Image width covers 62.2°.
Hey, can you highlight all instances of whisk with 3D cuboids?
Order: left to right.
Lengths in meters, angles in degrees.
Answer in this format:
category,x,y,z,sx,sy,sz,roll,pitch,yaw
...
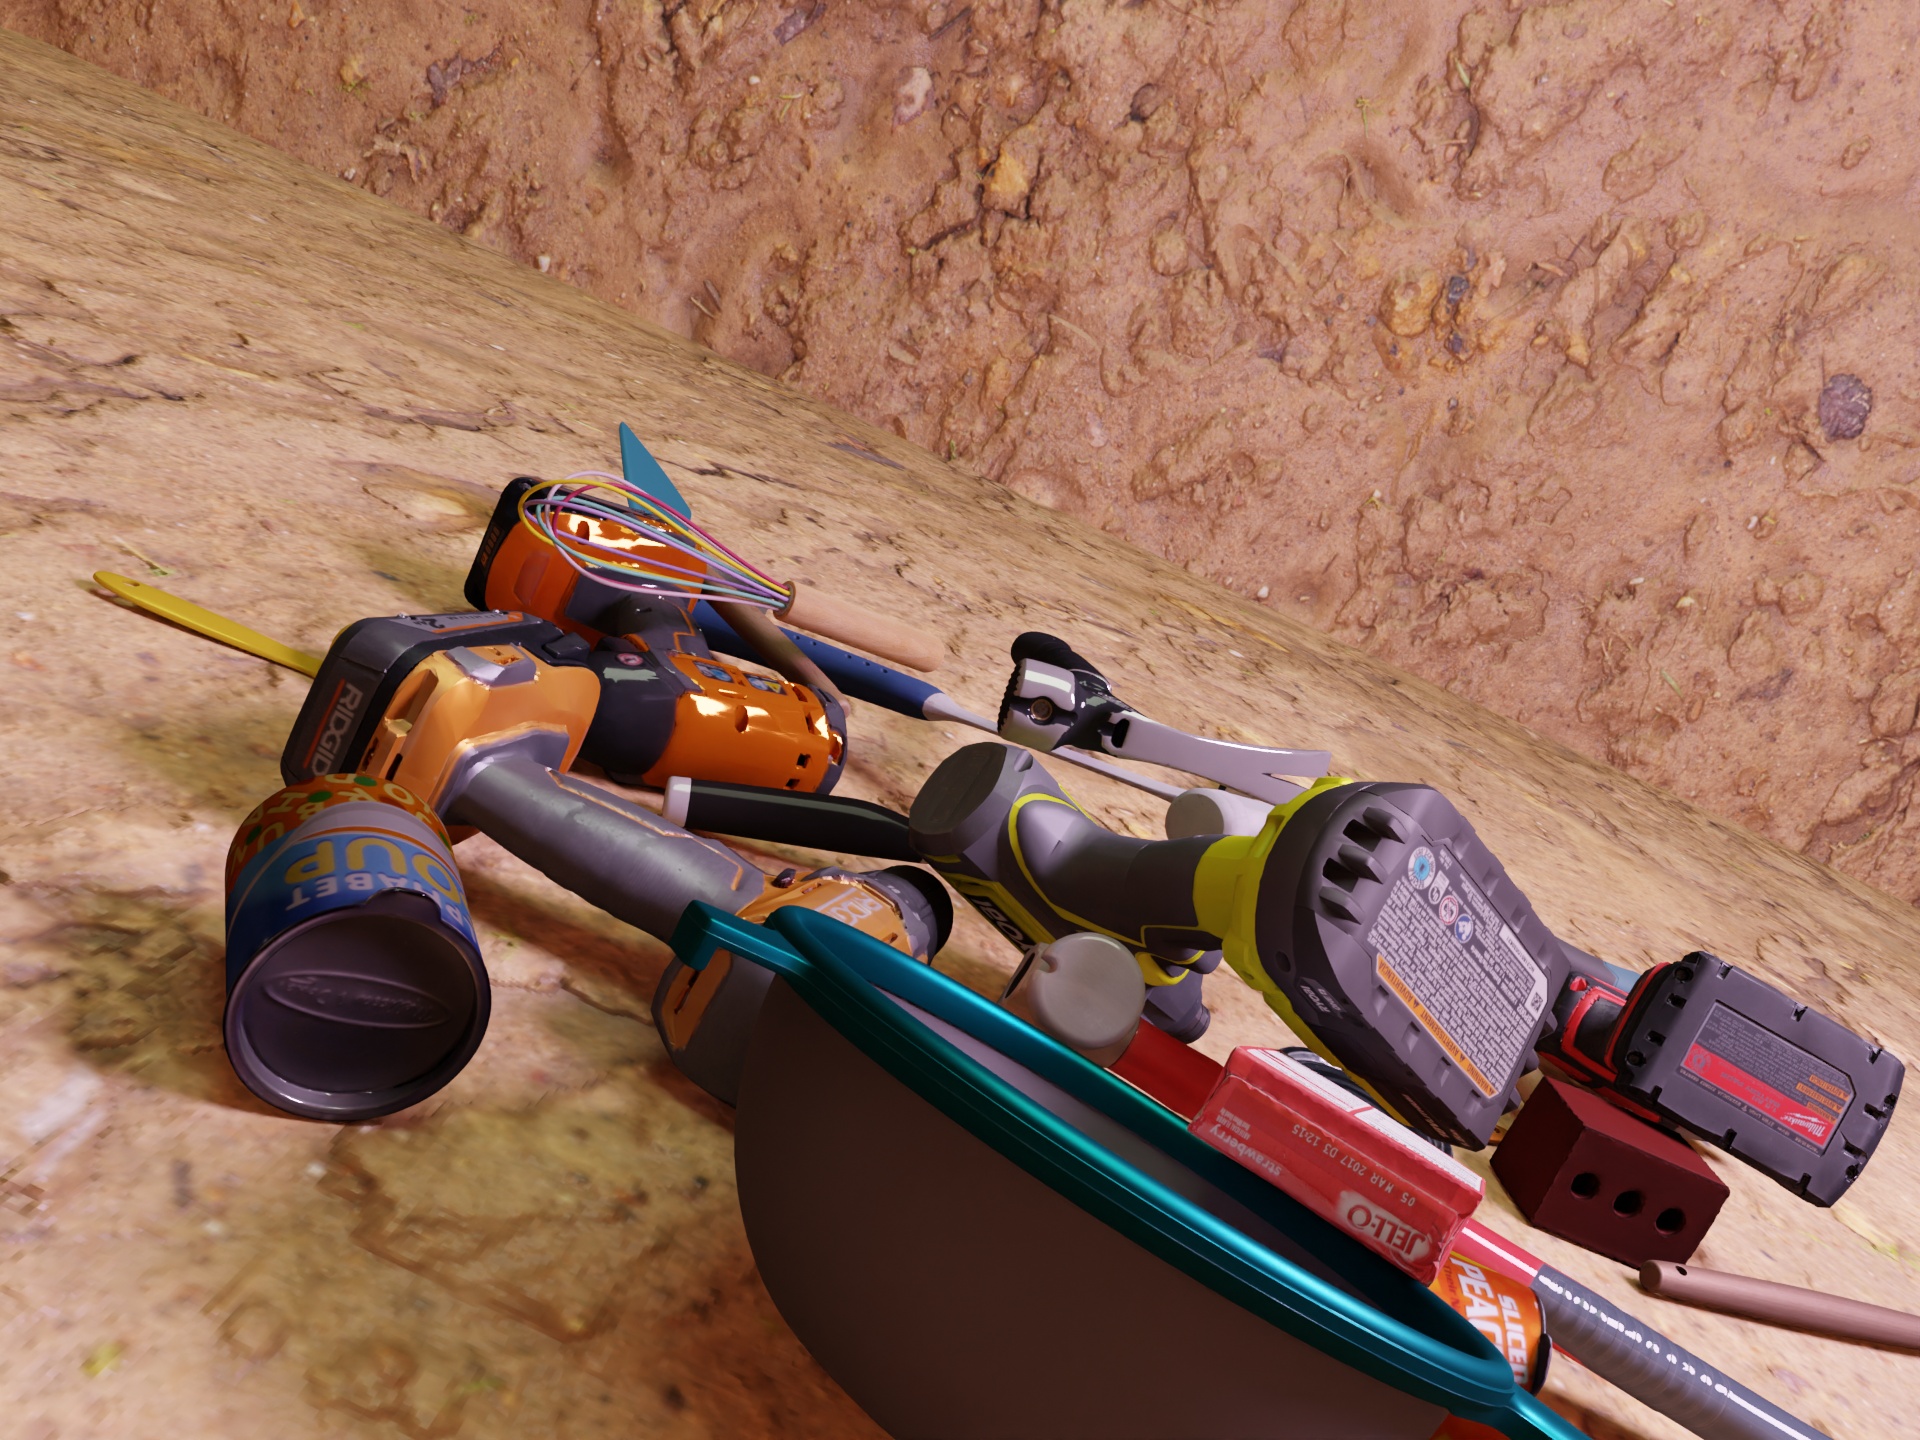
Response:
category,x,y,z,sx,sy,sz,roll,pitch,yaw
whisk,-0.104,-0.068,0.791,0.244,0.047,0.051,19,21,-36

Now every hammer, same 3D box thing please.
category,x,y,z,sx,sy,sz,roll,pitch,yaw
hammer,-0.001,-0.003,0.880,0.406,0.035,0.144,20,8,33
hammer,0.076,-0.015,0.860,0.149,0.036,0.409,16,6,-6
hammer,0.339,0.122,1.163,0.331,0.033,0.128,28,13,12
hammer,0.183,0.195,0.573,0.386,0.038,0.143,32,-15,2

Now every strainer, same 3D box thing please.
category,x,y,z,sx,sy,sz,roll,pitch,yaw
strainer,0.071,0.170,0.377,0.340,0.095,0.210,31,-4,21

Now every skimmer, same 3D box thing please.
category,x,y,z,sx,sy,sz,roll,pitch,yaw
skimmer,0.036,0.096,0.750,0.363,0.090,0.127,10,6,-13

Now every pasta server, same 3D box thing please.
category,x,y,z,sx,sy,sz,roll,pitch,yaw
pasta server,0.441,0.280,0.747,0.316,0.040,0.060,18,26,-22

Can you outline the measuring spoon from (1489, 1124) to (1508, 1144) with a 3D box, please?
category,x,y,z,sx,sy,sz,roll,pitch,yaw
measuring spoon,0.226,0.188,0.769,0.116,0.011,0.021,18,15,-24

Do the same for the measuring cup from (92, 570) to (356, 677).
category,x,y,z,sx,sy,sz,roll,pitch,yaw
measuring cup,-0.295,-0.042,0.694,0.156,0.029,0.062,23,14,-13

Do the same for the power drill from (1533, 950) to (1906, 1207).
category,x,y,z,sx,sy,sz,roll,pitch,yaw
power drill,0.389,0.185,0.834,0.143,0.078,0.219,31,-5,12

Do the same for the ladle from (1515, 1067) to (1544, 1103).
category,x,y,z,sx,sy,sz,roll,pitch,yaw
ladle,0.278,0.165,0.907,0.078,0.062,0.320,11,25,-21

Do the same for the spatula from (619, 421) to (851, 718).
category,x,y,z,sx,sy,sz,roll,pitch,yaw
spatula,-0.134,-0.083,0.923,0.318,0.044,0.082,42,-10,47

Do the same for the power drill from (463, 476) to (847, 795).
category,x,y,z,sx,sy,sz,roll,pitch,yaw
power drill,-0.172,-0.040,0.802,0.164,0.084,0.227,13,22,-40

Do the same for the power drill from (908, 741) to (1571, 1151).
category,x,y,z,sx,sy,sz,roll,pitch,yaw
power drill,0.099,0.082,0.597,0.171,0.080,0.223,46,-24,-27

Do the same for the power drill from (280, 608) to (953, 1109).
category,x,y,z,sx,sy,sz,roll,pitch,yaw
power drill,-0.110,0.045,0.598,0.226,0.084,0.185,32,14,12

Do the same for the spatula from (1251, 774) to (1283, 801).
category,x,y,z,sx,sy,sz,roll,pitch,yaw
spatula,0.187,0.082,1.021,0.060,0.018,0.316,27,22,8

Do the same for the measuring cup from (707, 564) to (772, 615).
category,x,y,z,sx,sy,sz,roll,pitch,yaw
measuring cup,-0.188,-0.096,1.068,0.083,0.038,0.168,13,16,-39
